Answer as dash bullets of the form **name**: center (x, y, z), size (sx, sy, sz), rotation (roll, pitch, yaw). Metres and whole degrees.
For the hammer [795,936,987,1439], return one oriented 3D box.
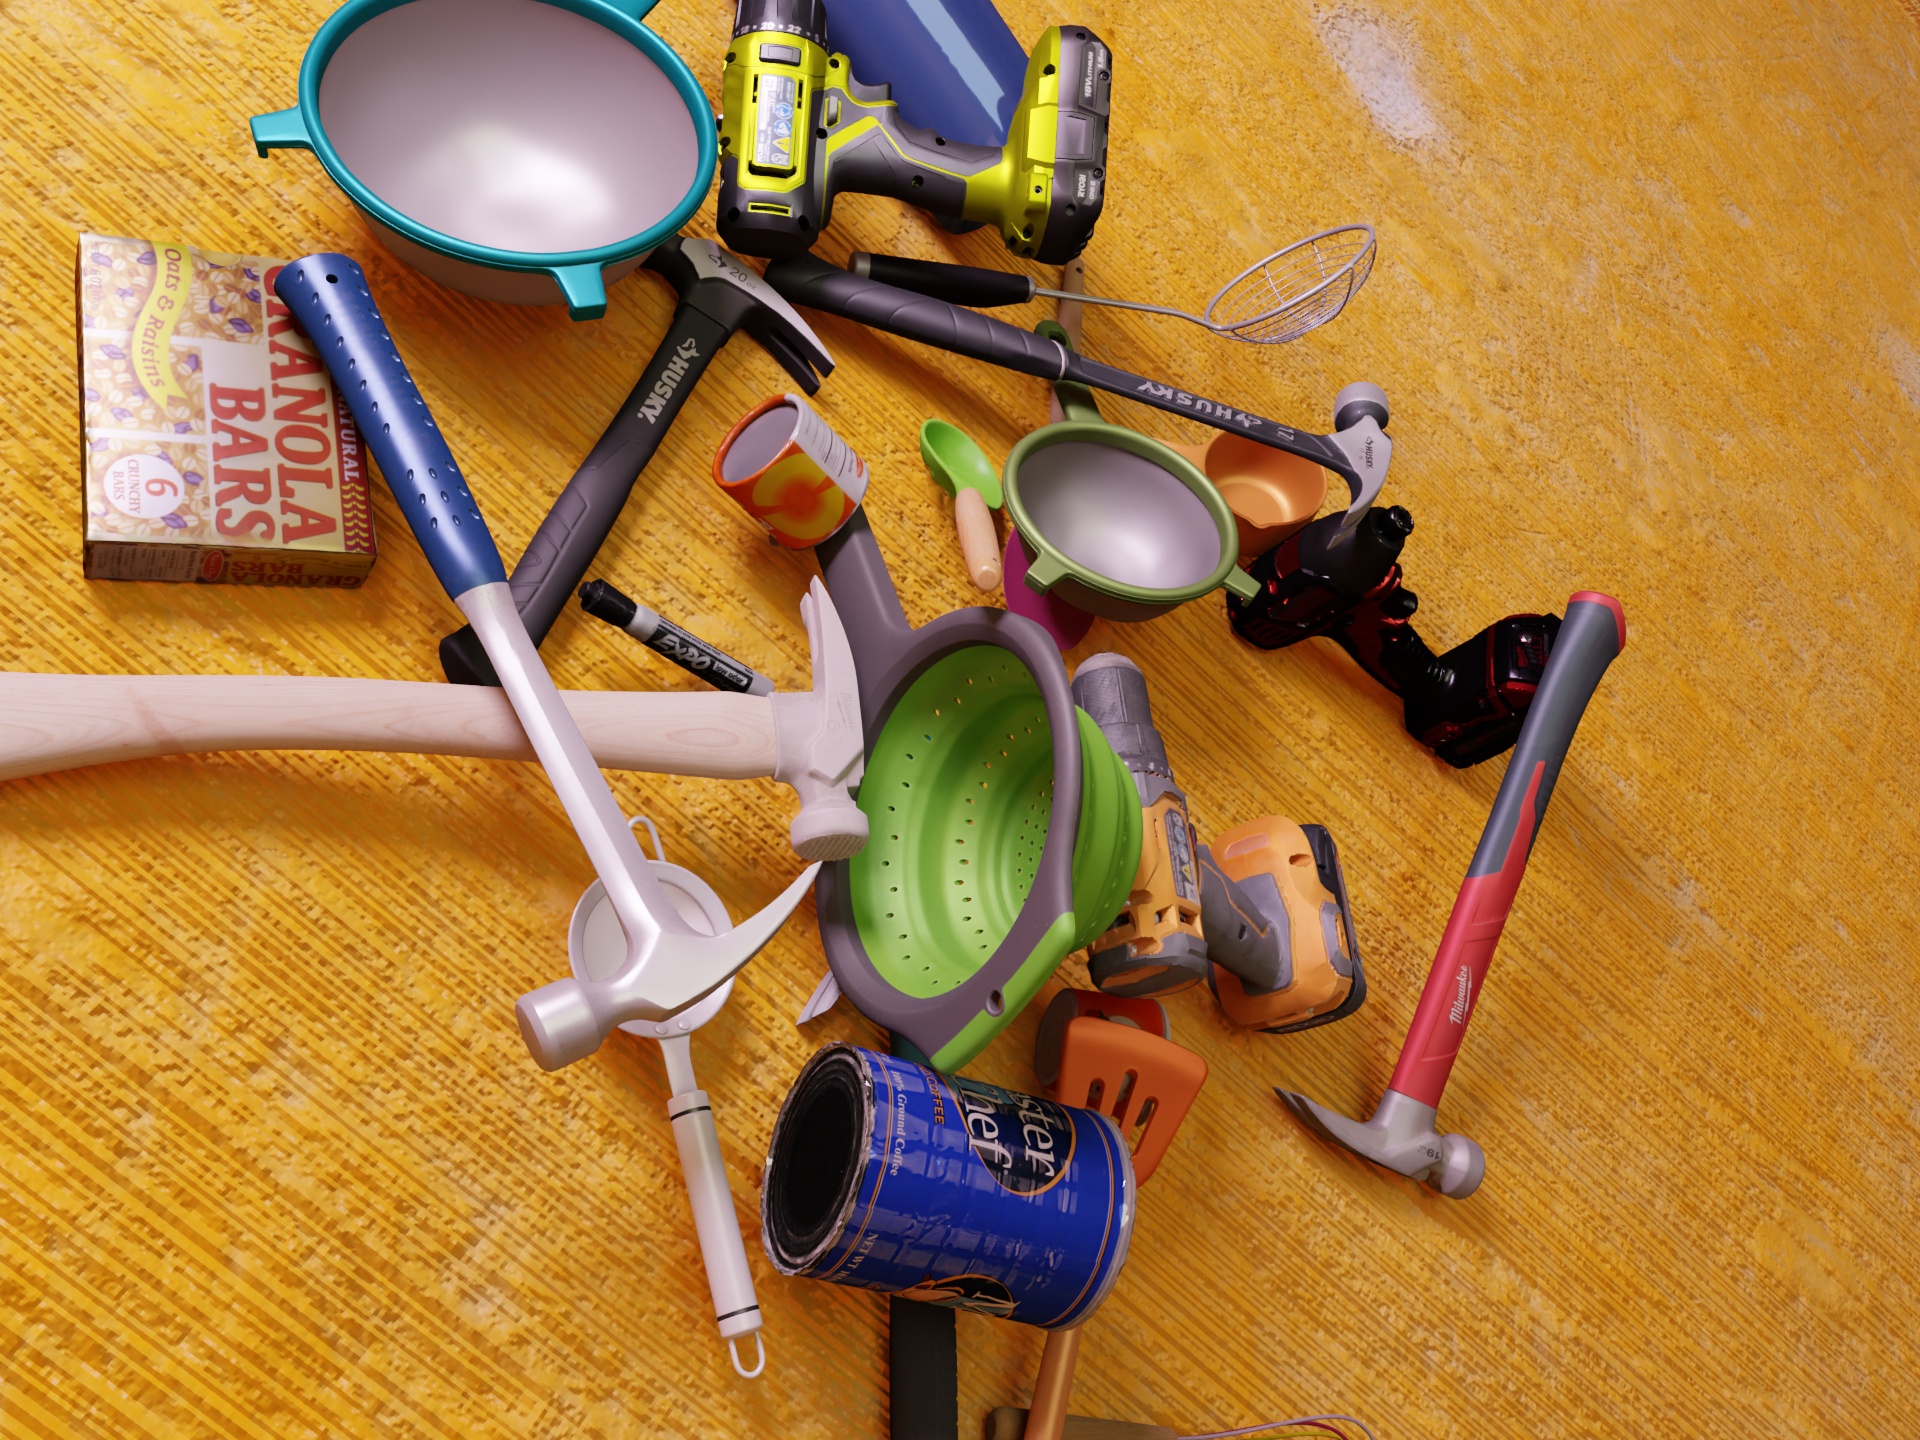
- **hammer**: center (-0.018, 0.259, 0.783), size (0.128, 0.033, 0.331), rotation (12, 62, -28)

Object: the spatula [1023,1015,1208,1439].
- **spatula**: center (0.051, 0.305, 0.768), size (0.081, 0.041, 0.323), rotation (20, 60, -6)

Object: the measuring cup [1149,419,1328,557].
- **measuring cup**: center (0.161, -0.163, 1.091), size (0.173, 0.052, 0.095), rotation (12, 59, 0)

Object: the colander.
- **colander**: center (-0.001, -0.003, 0.826), size (0.094, 0.204, 0.398), rotation (16, 36, -34)

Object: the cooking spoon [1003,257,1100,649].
- **cooking spoon**: center (0.067, -0.186, 1.055), size (0.068, 0.017, 0.319), rotation (17, 61, -19)

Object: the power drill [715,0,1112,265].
- **power drill**: center (-0.030, -0.369, 0.955), size (0.228, 0.080, 0.190), rotation (5, 86, -9)

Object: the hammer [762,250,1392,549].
- **hammer**: center (0.076, -0.214, 0.990), size (0.409, 0.036, 0.149), rotation (17, 46, -4)

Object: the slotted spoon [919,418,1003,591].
- **slotted spoon**: center (0.004, -0.116, 0.871), size (0.070, 0.031, 0.314), rotation (43, 12, -15)

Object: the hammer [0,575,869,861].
- **hammer**: center (-0.245, -0.009, 0.730), size (0.410, 0.038, 0.146), rotation (2, 64, -21)

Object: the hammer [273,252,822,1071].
- **hammer**: center (-0.208, -0.050, 0.725), size (0.144, 0.035, 0.406), rotation (-22, 73, -29)

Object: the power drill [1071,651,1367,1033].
- **power drill**: center (0.134, 0.074, 0.887), size (0.226, 0.084, 0.185), rotation (26, 49, -47)

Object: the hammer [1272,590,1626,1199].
- **hammer**: center (0.319, 0.088, 0.983), size (0.143, 0.038, 0.386), rotation (28, 78, -19)

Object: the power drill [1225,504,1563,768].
- **power drill**: center (0.303, -0.063, 1.066), size (0.219, 0.143, 0.079), rotation (29, 53, -20)

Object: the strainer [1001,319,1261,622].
- **strainer**: center (0.078, -0.150, 1.005), size (0.151, 0.069, 0.257), rotation (1, 50, -21)

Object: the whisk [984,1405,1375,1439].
- **whisk**: center (0.123, 0.375, 0.816), size (0.244, 0.051, 0.047), rotation (16, 39, -20)

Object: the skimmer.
- **skimmer**: center (0.105, -0.312, 1.068), size (0.363, 0.127, 0.090), rotation (2, 106, -18)

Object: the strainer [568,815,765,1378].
- **strainer**: center (-0.130, 0.172, 0.737), size (0.086, 0.050, 0.259), rotation (-2, 64, -37)

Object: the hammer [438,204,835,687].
- **hammer**: center (-0.183, -0.137, 0.868), size (0.146, 0.035, 0.335), rotation (31, 55, -15)

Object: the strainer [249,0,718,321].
- **strainer**: center (-0.221, -0.346, 0.898), size (0.211, 0.095, 0.341), rotation (27, 56, -3)

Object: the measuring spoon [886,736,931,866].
- **measuring spoon**: center (-0.044, 0.052, 0.880), size (0.042, 0.021, 0.129), rotation (30, 45, -2)
